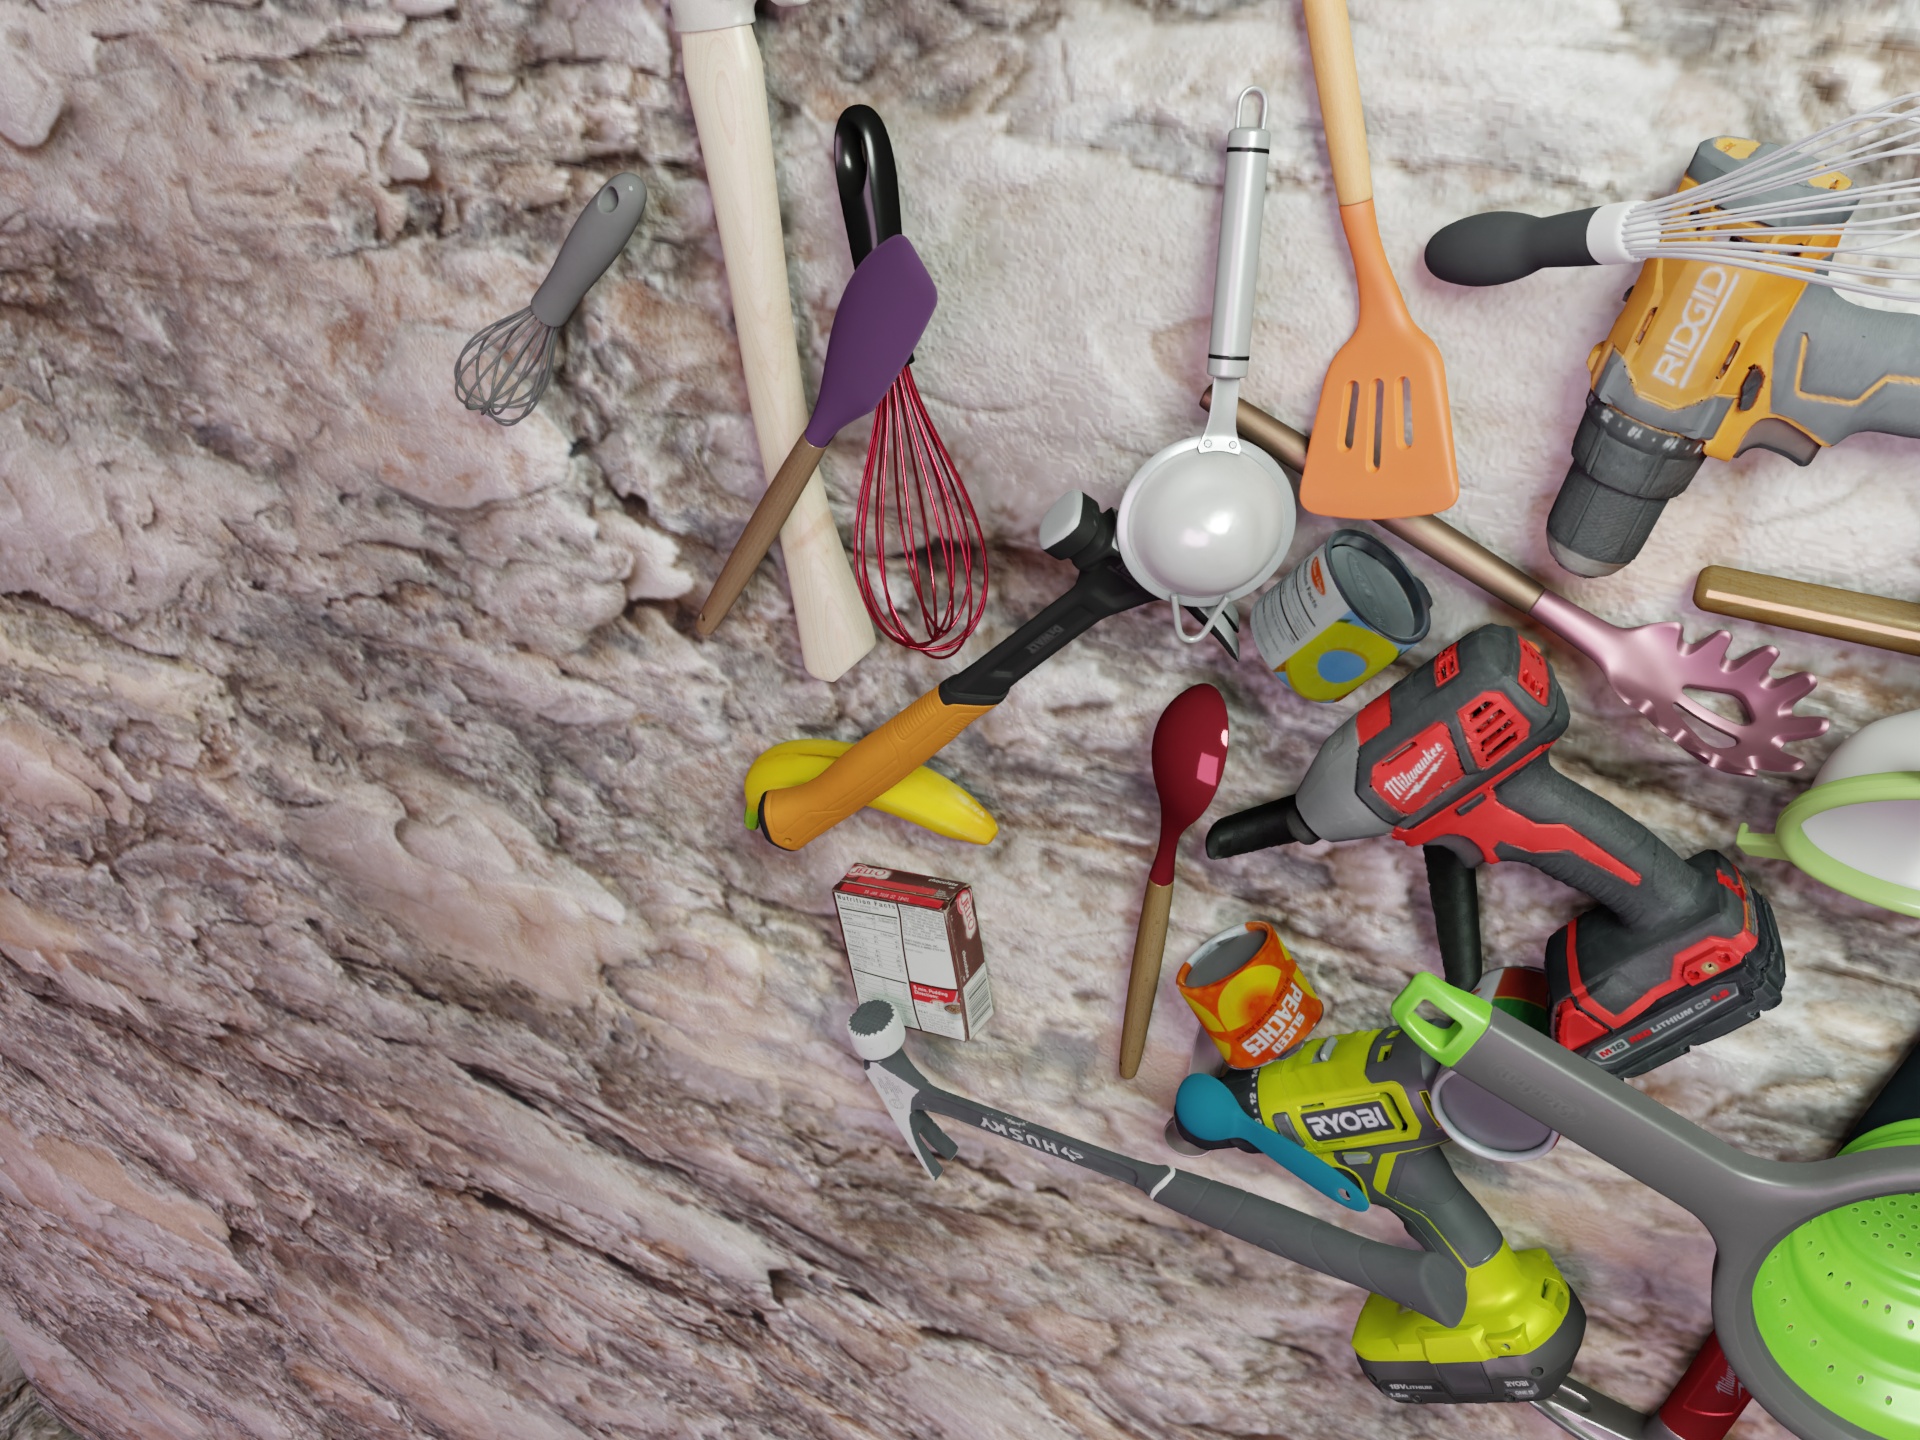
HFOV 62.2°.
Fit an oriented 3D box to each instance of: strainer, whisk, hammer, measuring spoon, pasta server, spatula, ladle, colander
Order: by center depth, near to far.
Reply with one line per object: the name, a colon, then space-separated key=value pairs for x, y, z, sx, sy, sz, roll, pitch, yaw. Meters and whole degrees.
whisk: x=0.263 y=-0.177 z=0.570 sx=0.285 sy=0.070 sz=0.070 roll=25 pitch=141 yaw=65
whisk: x=0.430 y=-0.025 z=0.651 sx=0.245 sy=0.051 sz=0.047 roll=17 pitch=132 yaw=27
strainer: x=0.474 y=0.048 z=0.653 sx=0.256 sy=0.069 sz=0.151 roll=18 pitch=162 yaw=2
spatula: x=0.161 y=-0.245 z=0.680 sx=0.081 sy=0.041 sz=0.322 roll=7 pitch=121 yaw=44
colander: x=0.385 y=0.209 z=0.733 sx=0.397 sy=0.094 sz=0.204 roll=31 pitch=128 yaw=7
strainer: x=0.122 y=-0.156 z=0.734 sx=0.087 sy=0.050 sz=0.258 roll=1 pitch=106 yaw=-5
pasta server: x=0.246 y=-0.073 z=0.739 sx=0.316 sy=0.060 sz=0.040 roll=35 pitch=172 yaw=12
whisk: x=-0.034 y=-0.170 z=0.844 sx=0.073 sy=0.073 sz=0.295 roll=6 pitch=115 yaw=30
hammer: x=0.433 y=0.290 z=0.854 sx=0.143 sy=0.038 sz=0.386 roll=23 pitch=129 yaw=20
spatula: x=-0.089 y=-0.140 z=0.869 sx=0.060 sy=0.018 sz=0.315 roll=62 pitch=141 yaw=19
hammer: x=-0.114 y=-0.210 z=0.881 sx=0.146 sy=0.038 sz=0.410 roll=10 pitch=124 yaw=29
hammer: x=-0.001 y=-0.003 z=0.895 sx=0.127 sy=0.034 sz=0.337 roll=31 pitch=135 yaw=-27
measuring spoon: x=0.173 y=0.247 z=0.910 sx=0.129 sy=0.021 sz=0.042 roll=28 pitch=128 yaw=34
whisk: x=-0.237 y=-0.240 z=0.917 sx=0.055 sy=0.055 sz=0.239 roll=51 pitch=138 yaw=-6
ladle: x=0.116 y=0.109 z=0.937 sx=0.031 sy=0.069 sz=0.315 roll=-6 pitch=130 yaw=-11
hammer: x=0.108 y=0.283 z=0.980 sx=0.409 sy=0.036 sz=0.149 roll=12 pitch=134 yaw=35
measuring spoon: x=0.154 y=0.226 z=1.008 sx=0.034 sy=0.018 sz=0.124 roll=11 pitch=119 yaw=8

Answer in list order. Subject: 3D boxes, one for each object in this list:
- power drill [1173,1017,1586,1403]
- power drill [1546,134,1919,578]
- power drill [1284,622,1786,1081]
power drill: x=0.248 y=0.289 z=0.946 sx=0.190 sy=0.080 sz=0.228 roll=-23 pitch=102 yaw=39
power drill: x=0.356 y=-0.103 z=0.624 sx=0.226 sy=0.084 sz=0.185 roll=30 pitch=130 yaw=19
power drill: x=0.267 y=0.067 z=0.756 sx=0.219 sy=0.079 sz=0.143 roll=42 pitch=124 yaw=-11
